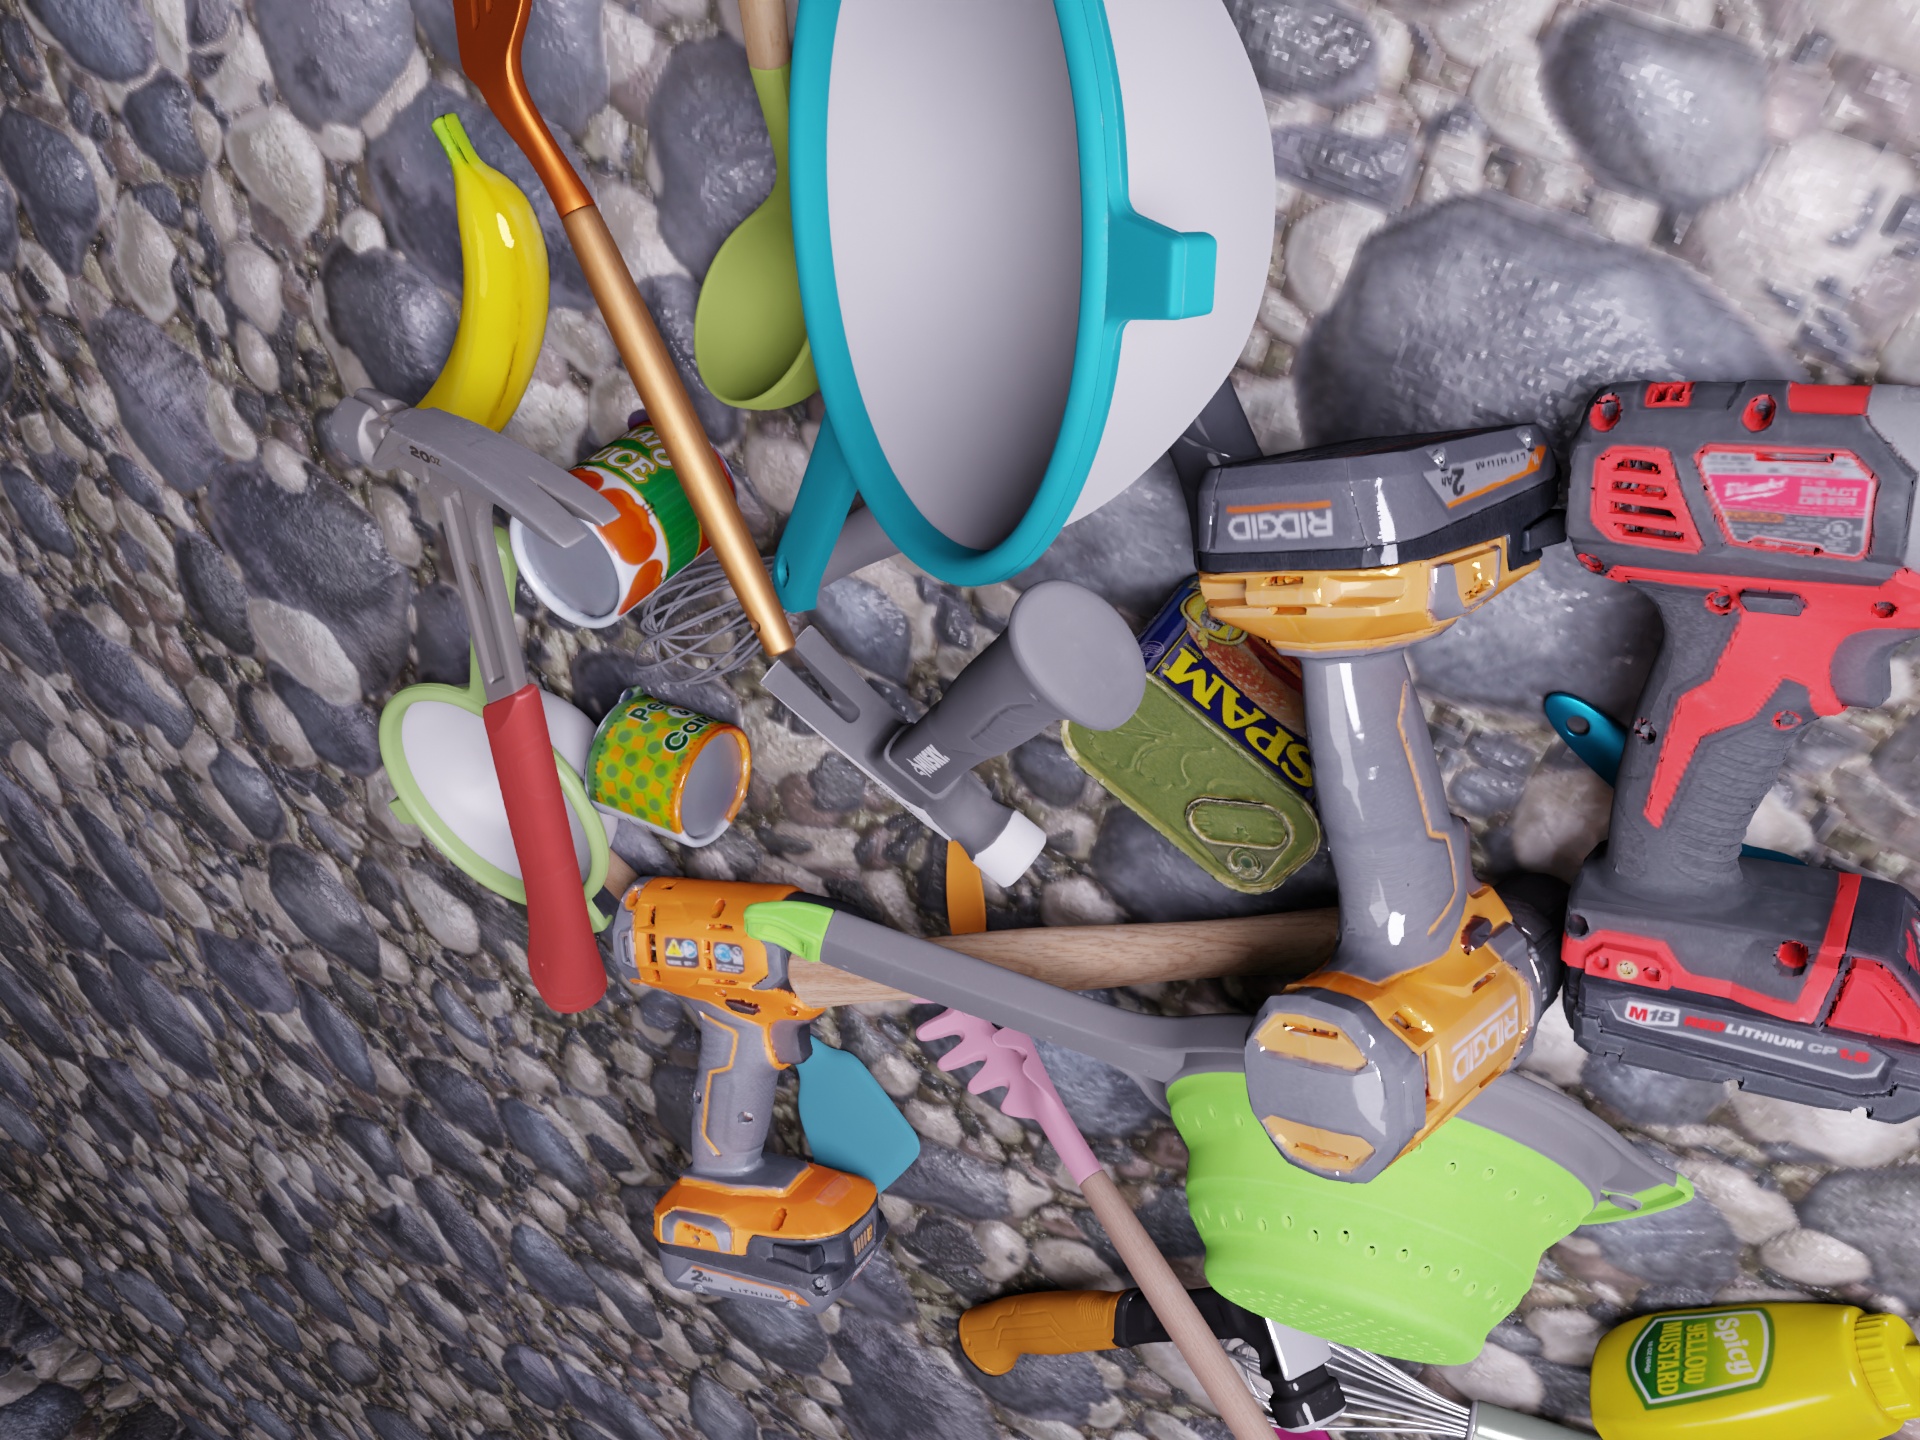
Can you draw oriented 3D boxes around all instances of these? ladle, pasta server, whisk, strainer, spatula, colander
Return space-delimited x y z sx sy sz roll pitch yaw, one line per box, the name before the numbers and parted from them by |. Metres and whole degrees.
ladle | -0.078 -0.242 0.528 0.078 0.062 0.319 50 157 35
pasta server | 0.072 0.248 0.768 0.316 0.040 0.060 55 147 27
whisk | -0.067 -0.068 0.702 0.239 0.055 0.055 -22 108 39
strainer | 0.009 -0.125 0.520 0.340 0.095 0.211 125 130 -62
spatula | -0.130 -0.177 0.619 0.081 0.041 0.322 -14 103 50
colander | 0.086 0.176 0.655 0.397 0.094 0.204 19 156 2
whisk | 0.246 0.348 0.790 0.246 0.058 0.059 11 162 18
strainer | -0.230 -0.010 0.841 0.151 0.069 0.256 27 134 13
spatula | -0.150 0.149 0.927 0.317 0.044 0.082 45 119 0

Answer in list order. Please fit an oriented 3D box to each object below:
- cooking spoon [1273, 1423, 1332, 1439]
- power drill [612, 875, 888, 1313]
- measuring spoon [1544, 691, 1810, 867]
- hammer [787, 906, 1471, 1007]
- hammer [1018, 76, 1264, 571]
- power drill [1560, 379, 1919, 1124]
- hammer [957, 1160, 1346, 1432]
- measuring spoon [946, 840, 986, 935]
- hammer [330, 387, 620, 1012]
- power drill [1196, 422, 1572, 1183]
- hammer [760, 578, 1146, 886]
cooking spoon | 0.182 0.346 0.862 0.069 0.017 0.318 4 125 24
power drill | -0.099 0.198 0.865 0.164 0.084 0.226 1 102 23
measuring spoon | 0.256 0.039 0.572 0.128 0.021 0.042 43 136 0
hammer | 0.066 0.108 0.717 0.331 0.031 0.130 -9 121 29
hammer | 0.028 -0.221 0.526 0.149 0.036 0.408 -12 115 39
power drill | 0.261 0.005 0.492 0.143 0.078 0.219 8 116 31
hammer | 0.077 0.318 0.866 0.337 0.034 0.127 -42 65 56
measuring spoon | 0.004 0.077 0.790 0.021 0.011 0.116 14 133 20
hammer | -0.202 0.021 0.758 0.149 0.037 0.358 27 138 27
power drill | 0.160 0.018 0.539 0.084 0.185 0.226 3 105 44
hammer | -0.001 -0.002 0.581 0.146 0.035 0.335 40 168 -2
